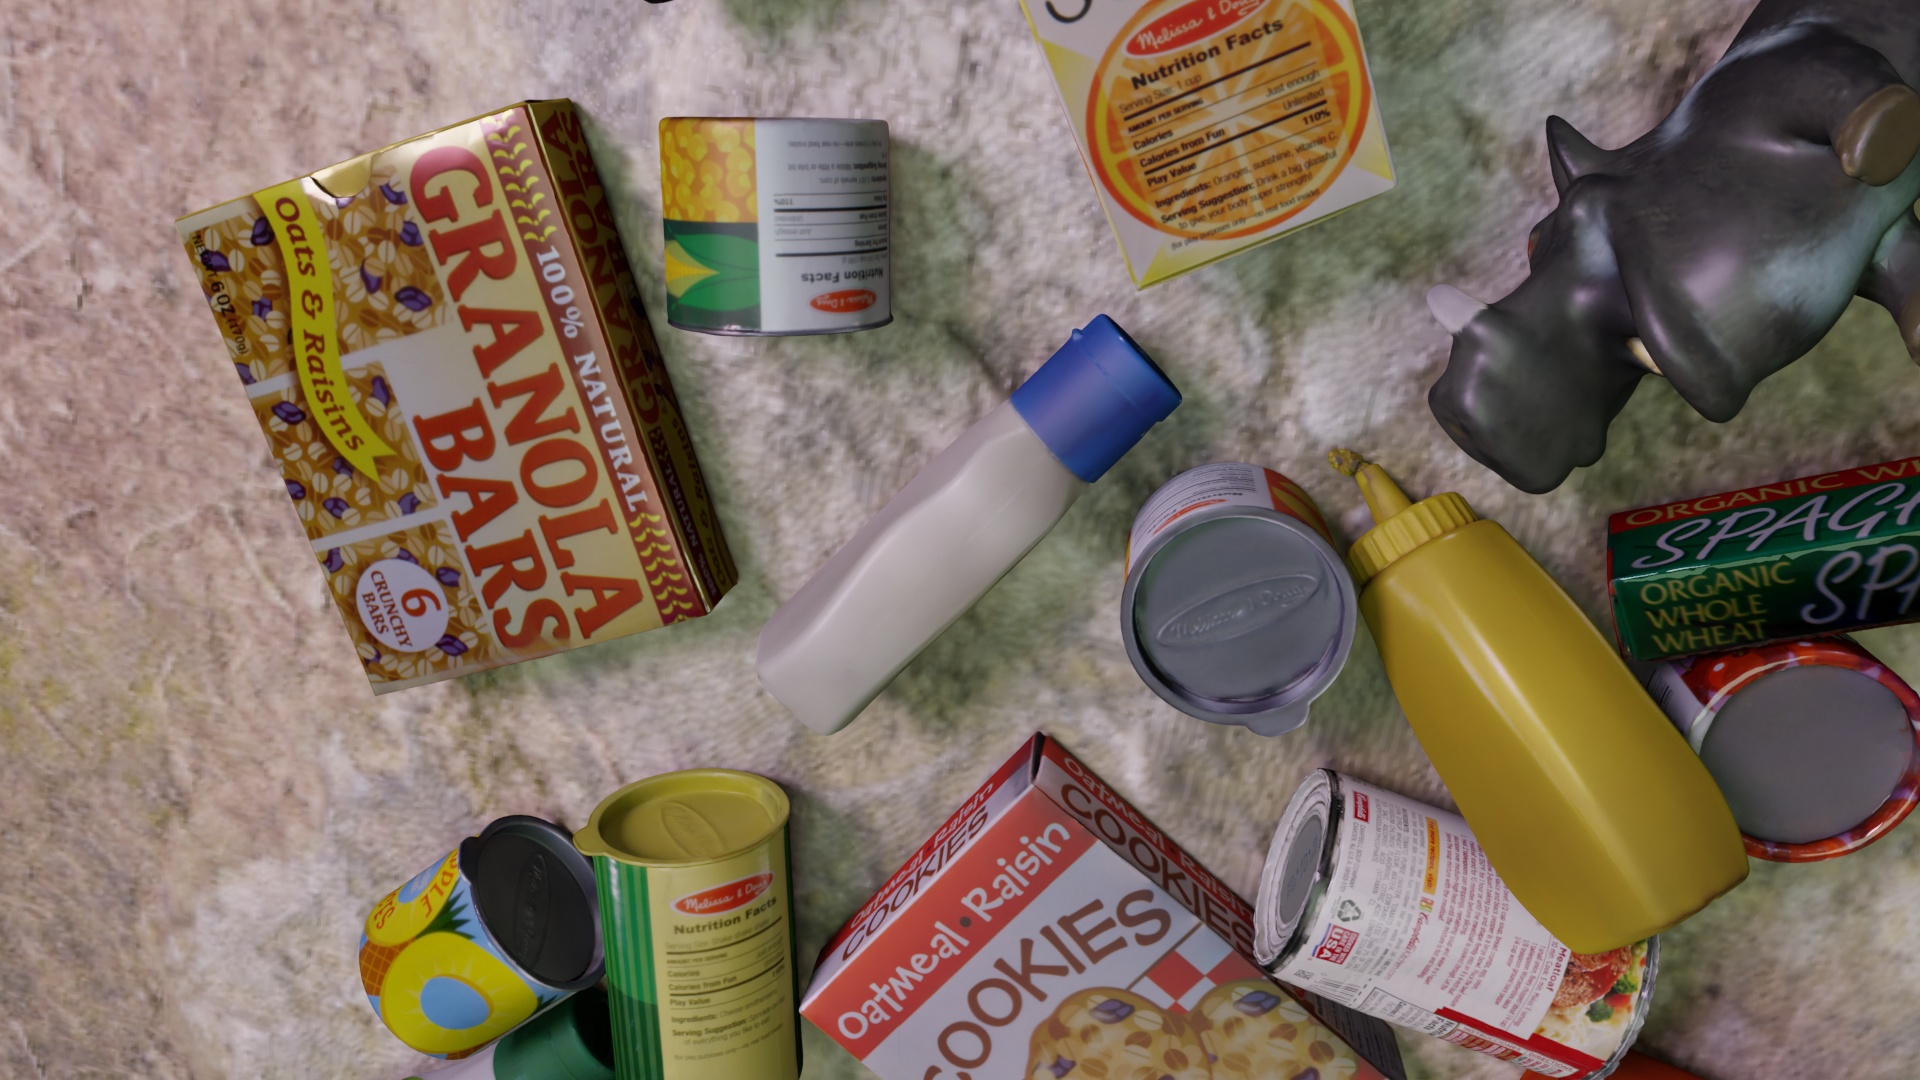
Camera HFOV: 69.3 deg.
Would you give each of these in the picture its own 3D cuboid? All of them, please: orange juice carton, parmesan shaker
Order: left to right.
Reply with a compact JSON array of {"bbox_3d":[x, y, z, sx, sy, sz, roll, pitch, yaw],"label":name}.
[{"bbox_3d":[-0.092,0.139,0.475,0.071,0.071,0.102,2,107,8],"label":"parmesan shaker"},{"bbox_3d":[0.039,-0.164,0.328,0.073,0.072,0.192,-20,127,13],"label":"orange juice carton"}]

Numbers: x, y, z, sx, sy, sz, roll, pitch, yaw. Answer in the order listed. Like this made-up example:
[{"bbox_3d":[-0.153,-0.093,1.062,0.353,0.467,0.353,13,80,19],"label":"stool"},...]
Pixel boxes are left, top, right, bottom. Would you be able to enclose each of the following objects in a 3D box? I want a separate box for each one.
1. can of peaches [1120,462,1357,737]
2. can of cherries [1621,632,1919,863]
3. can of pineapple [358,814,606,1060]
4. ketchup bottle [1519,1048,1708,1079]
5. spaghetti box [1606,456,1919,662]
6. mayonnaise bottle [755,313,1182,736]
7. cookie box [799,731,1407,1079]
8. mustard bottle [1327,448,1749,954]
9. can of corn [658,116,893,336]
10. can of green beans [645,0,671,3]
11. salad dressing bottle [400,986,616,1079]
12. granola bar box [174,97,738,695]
[{"bbox_3d":[0.083,0.016,0.419,0.071,0.058,0.071,2,107,7],"label":"can of peaches"},{"bbox_3d":[0.238,0.051,0.406,0.071,0.058,0.071,2,107,8],"label":"can of cherries"},{"bbox_3d":[-0.166,0.137,0.486,0.057,0.071,0.071,-34,99,16],"label":"can of pineapple"},{"bbox_3d":[0.260,0.216,0.459,0.149,0.044,0.064,21,117,2],"label":"ketchup bottle"},{"bbox_3d":[0.296,-0.010,0.349,0.249,0.050,0.028,-13,108,29],"label":"spaghetti box"},{"bbox_3d":[0.002,-0.005,0.424,0.148,0.065,0.041,-43,100,13],"label":"mayonnaise bottle"},{"bbox_3d":[0.048,0.165,0.478,0.167,0.040,0.122,41,107,-6],"label":"cookie box"},{"bbox_3d":[0.155,0.036,0.401,0.049,0.065,0.160,-21,70,-17],"label":"mustard bottle"},{"bbox_3d":[-0.055,-0.093,0.404,0.071,0.071,0.058,3,106,8],"label":"can of corn"},{"bbox_3d":[-0.079,-0.192,0.377,0.071,0.071,0.058,-36,98,16],"label":"can of green beans"},{"bbox_3d":[-0.190,0.220,0.520,0.147,0.064,0.044,-35,118,8],"label":"salad dressing bottle"},{"bbox_3d":[-0.158,-0.042,0.447,0.124,0.039,0.165,-14,104,12],"label":"granola bar box"}]
